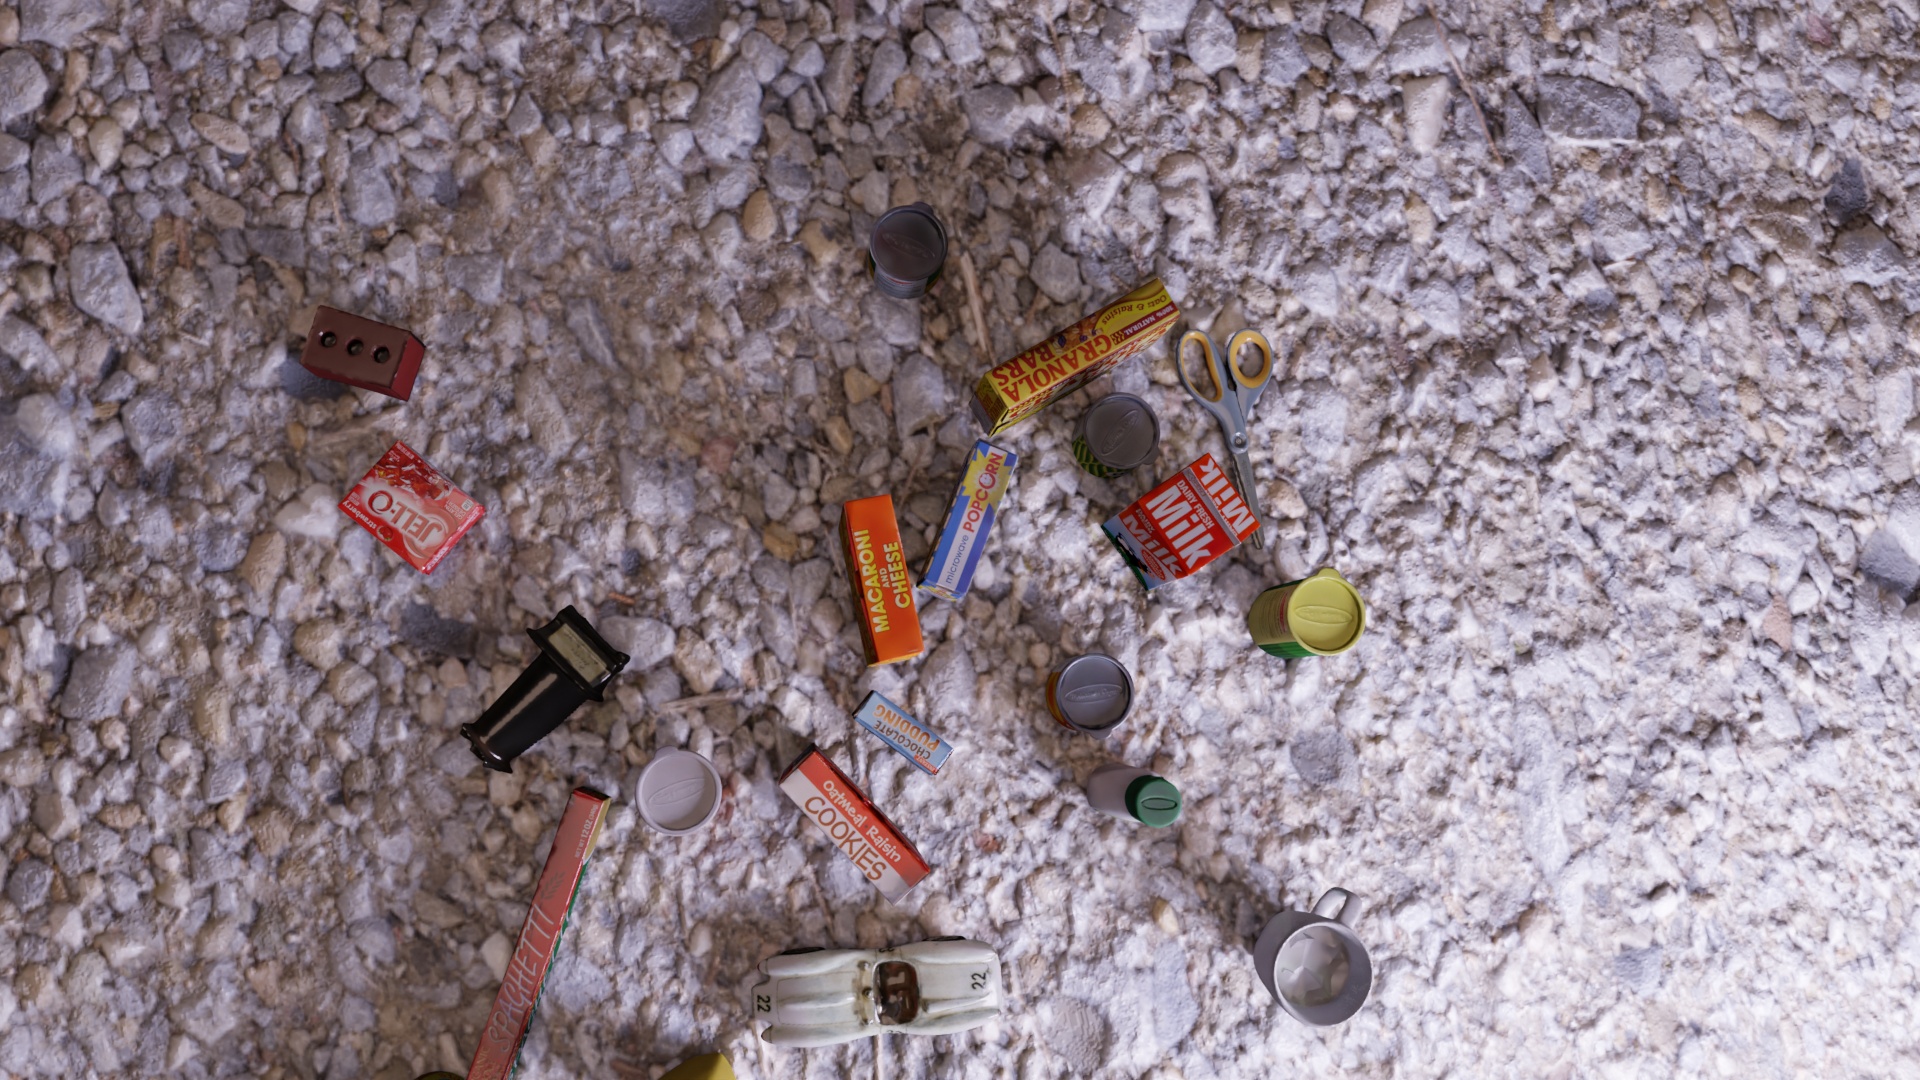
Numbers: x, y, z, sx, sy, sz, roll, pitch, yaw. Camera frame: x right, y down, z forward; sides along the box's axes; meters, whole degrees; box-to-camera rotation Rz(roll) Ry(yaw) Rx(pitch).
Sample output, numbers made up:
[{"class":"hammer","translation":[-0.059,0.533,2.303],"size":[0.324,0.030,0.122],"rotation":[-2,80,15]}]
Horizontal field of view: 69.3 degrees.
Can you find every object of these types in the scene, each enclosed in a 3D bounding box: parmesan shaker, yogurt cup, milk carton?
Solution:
[{"class":"parmesan shaker","translation":[0.290,0.063,1.167],"size":[0.071,0.103,0.071],"rotation":[1,83,-6]},{"class":"yogurt cup","translation":[-0.226,0.202,1.121],"size":[0.072,0.054,0.072],"rotation":[1,83,-6]},{"class":"milk carton","translation":[0.179,-0.015,1.121],"size":[0.073,0.190,0.072],"rotation":[-34,88,-8]}]

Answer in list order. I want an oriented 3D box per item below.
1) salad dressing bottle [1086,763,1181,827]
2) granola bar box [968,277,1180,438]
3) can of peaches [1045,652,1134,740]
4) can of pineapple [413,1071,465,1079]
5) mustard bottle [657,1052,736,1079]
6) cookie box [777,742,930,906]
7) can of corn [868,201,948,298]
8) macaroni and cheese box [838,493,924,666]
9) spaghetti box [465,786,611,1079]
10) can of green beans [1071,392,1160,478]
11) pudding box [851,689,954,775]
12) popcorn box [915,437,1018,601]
[{"class":"salad dressing bottle","translation":[0.141,0.204,1.112],"size":[0.064,0.147,0.044],"rotation":[4,83,-5]},{"class":"granola bar box","translation":[0.093,-0.150,1.162],"size":[0.166,0.124,0.039],"rotation":[-30,87,-8]},{"class":"can of peaches","translation":[0.108,0.130,1.163],"size":[0.071,0.058,0.071],"rotation":[1,83,-6]},{"class":"can of pineapple","translation":[-0.410,0.448,1.070],"size":[0.071,0.058,0.071],"rotation":[1,83,-6]},{"class":"mustard bottle","translation":[-0.203,0.429,1.042],"size":[0.065,0.160,0.049],"rotation":[-24,87,-8]},{"class":"cookie box","translation":[-0.084,0.215,1.077],"size":[0.040,0.167,0.123],"rotation":[-44,89,-9]},{"class":"can of corn","translation":[-0.045,-0.249,1.193],"size":[0.071,0.058,0.071],"rotation":[1,83,-6]},{"class":"macaroni and cheese box","translation":[-0.066,0.036,1.101],"size":[0.040,0.166,0.123],"rotation":[-12,85,-7]},{"class":"spaghetti box","translation":[-0.334,0.319,1.098],"size":[0.029,0.050,0.250],"rotation":[19,82,-3]},{"class":"can of green beans","translation":[0.132,-0.089,1.192],"size":[0.071,0.057,0.071],"rotation":[1,83,-6]},{"class":"pudding box","translation":[-0.049,0.159,1.147],"size":[0.084,0.049,0.030],"rotation":[37,81,-1]},{"class":"popcorn box","translation":[0.004,-0.014,1.156],"size":[0.038,0.085,0.127],"rotation":[22,82,-3]}]
